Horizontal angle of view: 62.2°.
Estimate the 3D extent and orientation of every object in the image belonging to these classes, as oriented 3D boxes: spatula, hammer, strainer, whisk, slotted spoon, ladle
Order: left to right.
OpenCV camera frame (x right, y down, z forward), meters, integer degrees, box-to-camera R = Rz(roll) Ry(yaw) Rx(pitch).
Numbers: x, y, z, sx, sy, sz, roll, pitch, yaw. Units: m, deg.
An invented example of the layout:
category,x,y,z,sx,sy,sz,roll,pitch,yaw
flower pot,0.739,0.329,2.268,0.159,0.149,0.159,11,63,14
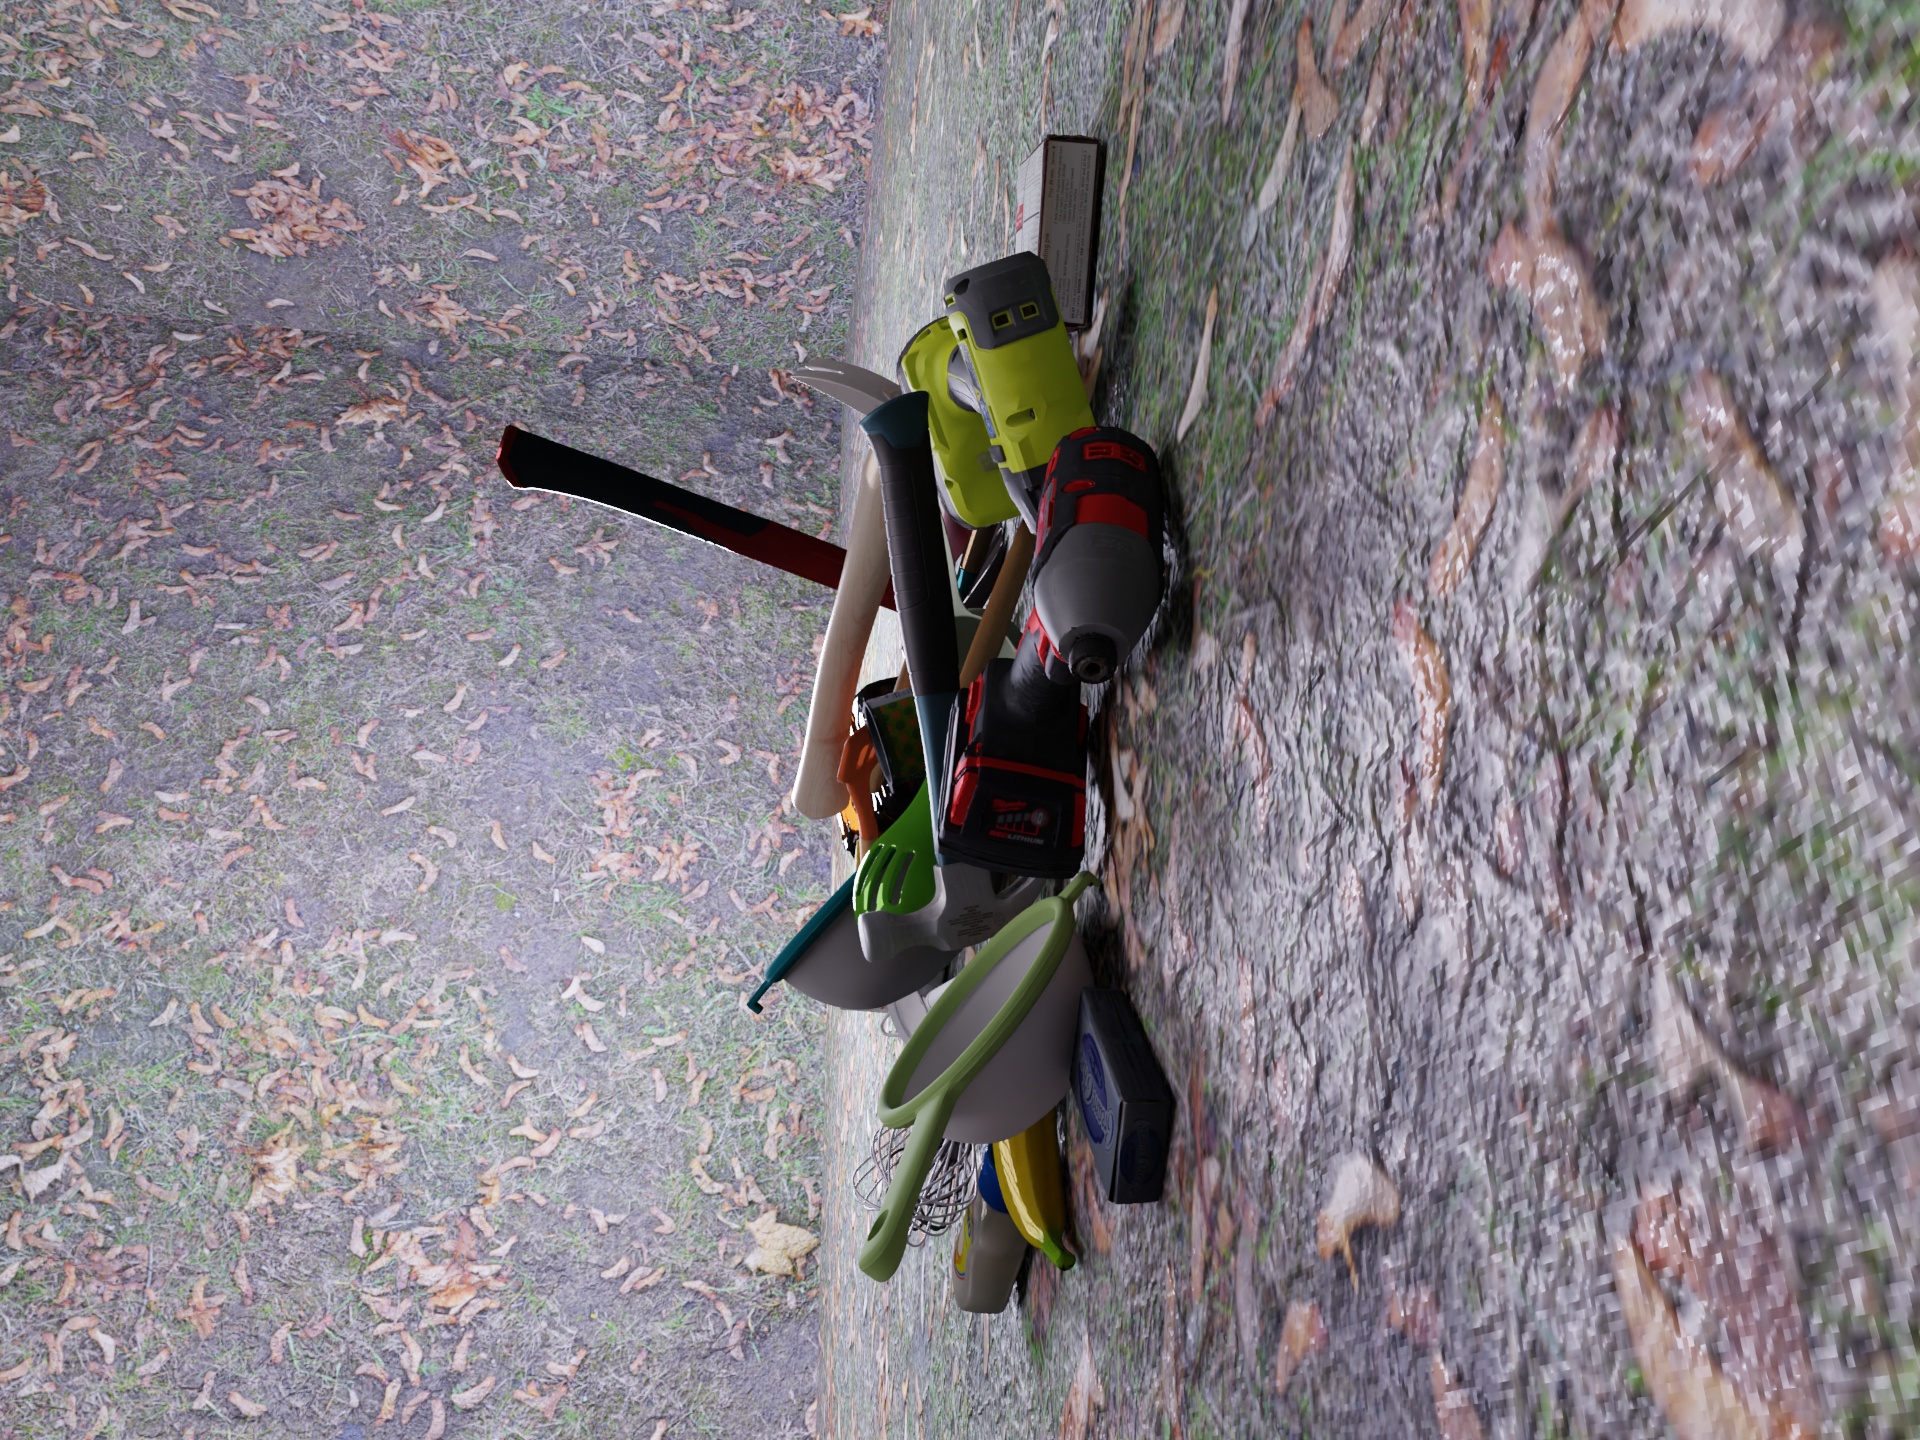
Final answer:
category,x,y,z,sx,sy,sz,roll,pitch,yaw
hammer,-0.158,-0.154,1.217,0.143,0.386,0.038,-57,23,35
hammer,-0.091,-0.078,1.216,0.038,0.146,0.410,-47,-18,-45
spatula,-0.067,0.116,1.303,0.081,0.041,0.322,-36,-43,-38
ladle,-0.027,-0.067,1.226,0.069,0.031,0.315,-105,29,-52
hammer,-0.017,-0.029,0.946,0.033,0.128,0.331,178,84,-78
strainer,-0.019,0.236,1.331,0.087,0.050,0.258,65,160,10
whisk,-0.008,0.280,1.043,0.239,0.055,0.055,-2,-84,-80
strainer,-0.007,0.106,1.115,0.211,0.095,0.340,-43,-3,-46
whisk,-0.003,0.231,0.955,0.284,0.070,0.070,-39,-45,-74
slotted spoon,-0.002,-0.003,1.019,0.070,0.031,0.314,6,68,41
strainer,0.015,0.193,0.791,0.151,0.069,0.256,-46,7,30
spatula,0.024,-0.129,1.114,0.082,0.044,0.317,-120,43,-57

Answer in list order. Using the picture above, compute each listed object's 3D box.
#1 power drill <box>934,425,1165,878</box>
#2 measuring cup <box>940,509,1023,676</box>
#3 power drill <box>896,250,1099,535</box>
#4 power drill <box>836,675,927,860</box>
category,x,y,z,sx,sy,sz,roll,pitch,yaw
power drill,0.048,-0.023,0.795,0.219,0.078,0.143,107,172,-47
measuring cup,0.000,-0.083,1.084,0.038,0.083,0.167,-31,-72,-62
power drill,0.028,-0.175,0.945,0.223,0.080,0.171,-139,29,-77
power drill,-0.064,0.064,1.439,0.226,0.084,0.164,130,126,-65
